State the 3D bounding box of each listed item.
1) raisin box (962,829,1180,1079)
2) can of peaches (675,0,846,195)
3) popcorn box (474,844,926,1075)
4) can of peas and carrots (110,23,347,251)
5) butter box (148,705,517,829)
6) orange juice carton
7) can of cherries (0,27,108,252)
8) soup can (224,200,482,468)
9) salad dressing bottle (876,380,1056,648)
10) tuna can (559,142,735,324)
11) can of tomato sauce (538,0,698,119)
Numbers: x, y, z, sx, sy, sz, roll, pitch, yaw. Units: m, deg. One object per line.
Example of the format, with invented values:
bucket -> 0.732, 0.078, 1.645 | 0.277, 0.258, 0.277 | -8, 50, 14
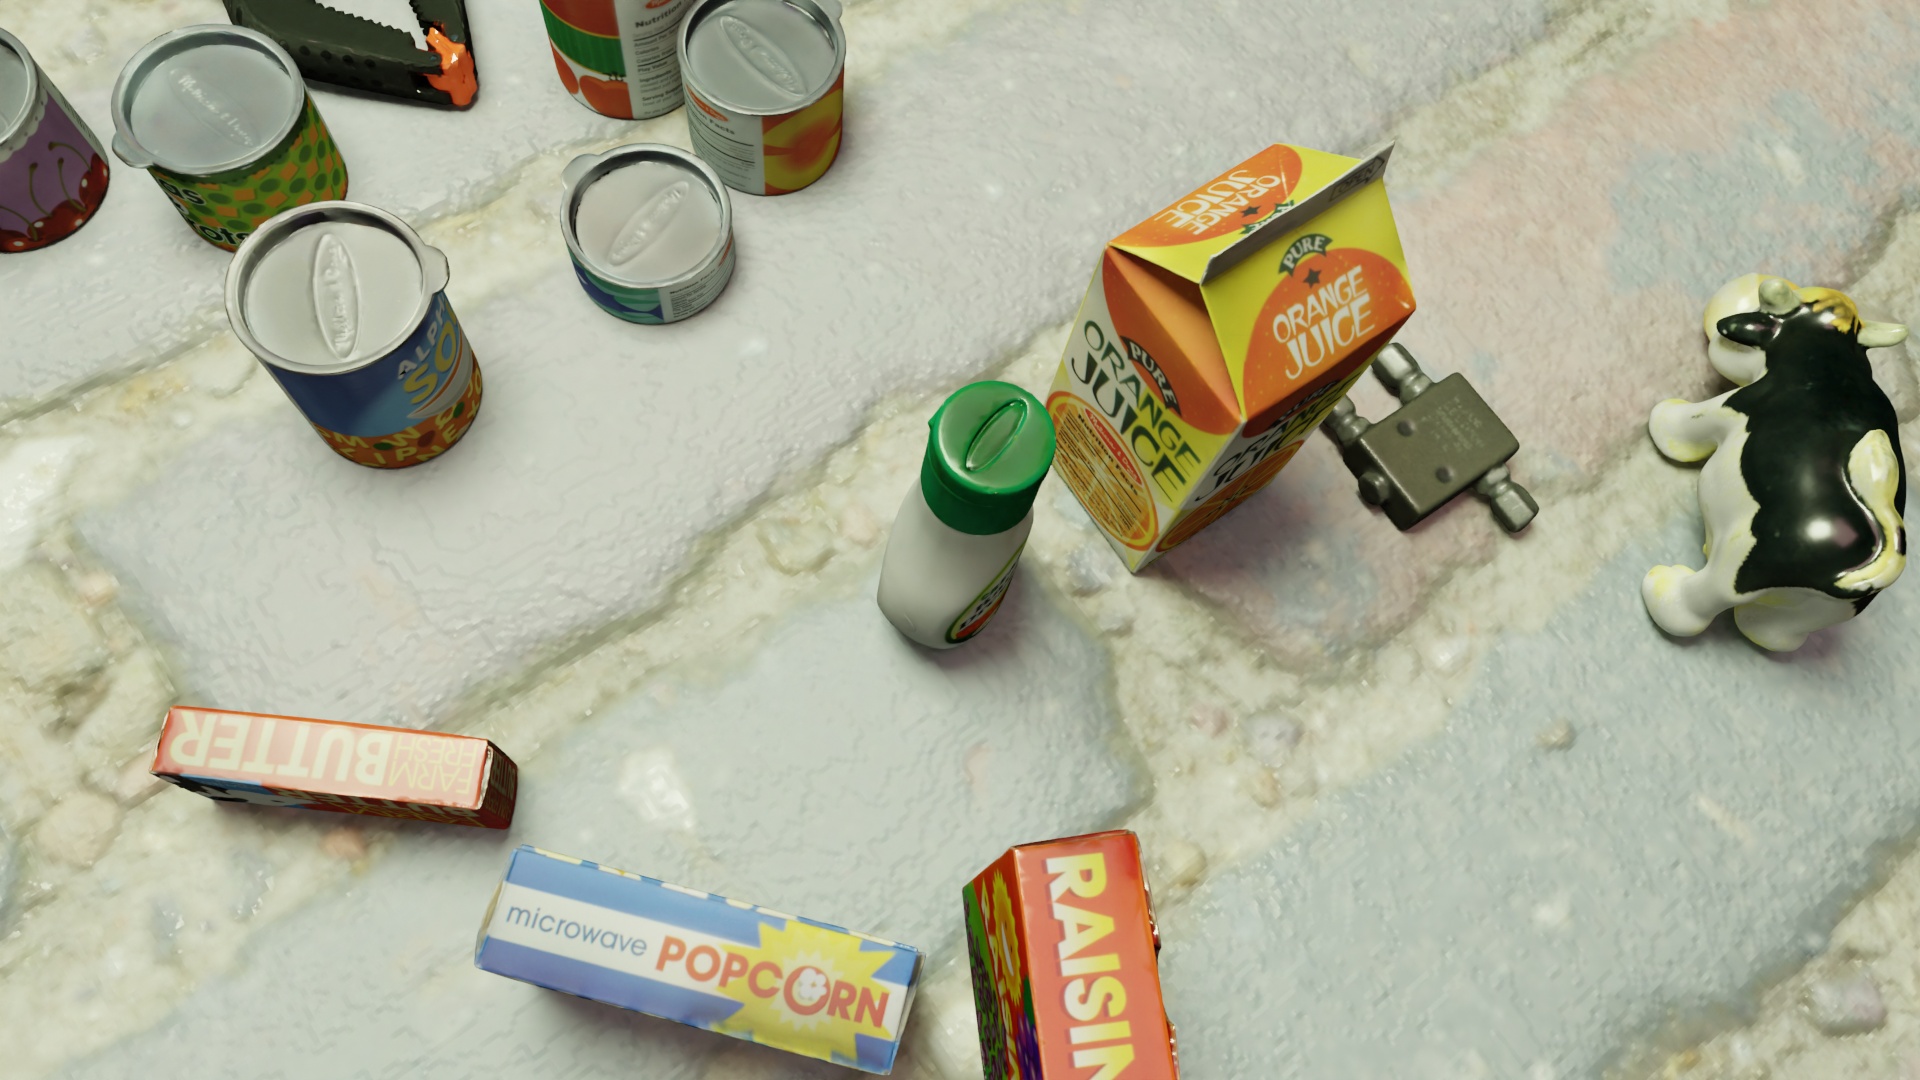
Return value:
raisin box -> 0.031, 0.141, 0.428 | 0.040, 0.123, 0.086 | -4, 71, -8
can of peaches -> -0.079, -0.186, 0.570 | 0.071, 0.058, 0.071 | 2, 70, -6
popcorn box -> -0.079, 0.133, 0.439 | 0.127, 0.085, 0.038 | 15, 70, -1
can of peas and carrots -> -0.280, -0.151, 0.534 | 0.071, 0.058, 0.071 | 2, 70, -6
butter box -> -0.204, 0.077, 0.463 | 0.103, 0.053, 0.024 | 7, 70, -4
orange juice carton -> 0.086, -0.063, 0.472 | 0.072, 0.192, 0.073 | -32, 77, -16
can of cherries -> -0.371, -0.150, 0.523 | 0.071, 0.058, 0.072 | 2, 70, -6
soup can -> -0.211, -0.071, 0.499 | 0.071, 0.083, 0.071 | 2, 70, -6
salad dressing bottle -> 0.002, -0.006, 0.466 | 0.044, 0.147, 0.064 | 36, 71, 7
tuna can -> -0.126, -0.123, 0.555 | 0.071, 0.032, 0.071 | 2, 70, -6
can of tomato sauce -> -0.139, -0.224, 0.563 | 0.071, 0.082, 0.071 | 2, 70, -6
